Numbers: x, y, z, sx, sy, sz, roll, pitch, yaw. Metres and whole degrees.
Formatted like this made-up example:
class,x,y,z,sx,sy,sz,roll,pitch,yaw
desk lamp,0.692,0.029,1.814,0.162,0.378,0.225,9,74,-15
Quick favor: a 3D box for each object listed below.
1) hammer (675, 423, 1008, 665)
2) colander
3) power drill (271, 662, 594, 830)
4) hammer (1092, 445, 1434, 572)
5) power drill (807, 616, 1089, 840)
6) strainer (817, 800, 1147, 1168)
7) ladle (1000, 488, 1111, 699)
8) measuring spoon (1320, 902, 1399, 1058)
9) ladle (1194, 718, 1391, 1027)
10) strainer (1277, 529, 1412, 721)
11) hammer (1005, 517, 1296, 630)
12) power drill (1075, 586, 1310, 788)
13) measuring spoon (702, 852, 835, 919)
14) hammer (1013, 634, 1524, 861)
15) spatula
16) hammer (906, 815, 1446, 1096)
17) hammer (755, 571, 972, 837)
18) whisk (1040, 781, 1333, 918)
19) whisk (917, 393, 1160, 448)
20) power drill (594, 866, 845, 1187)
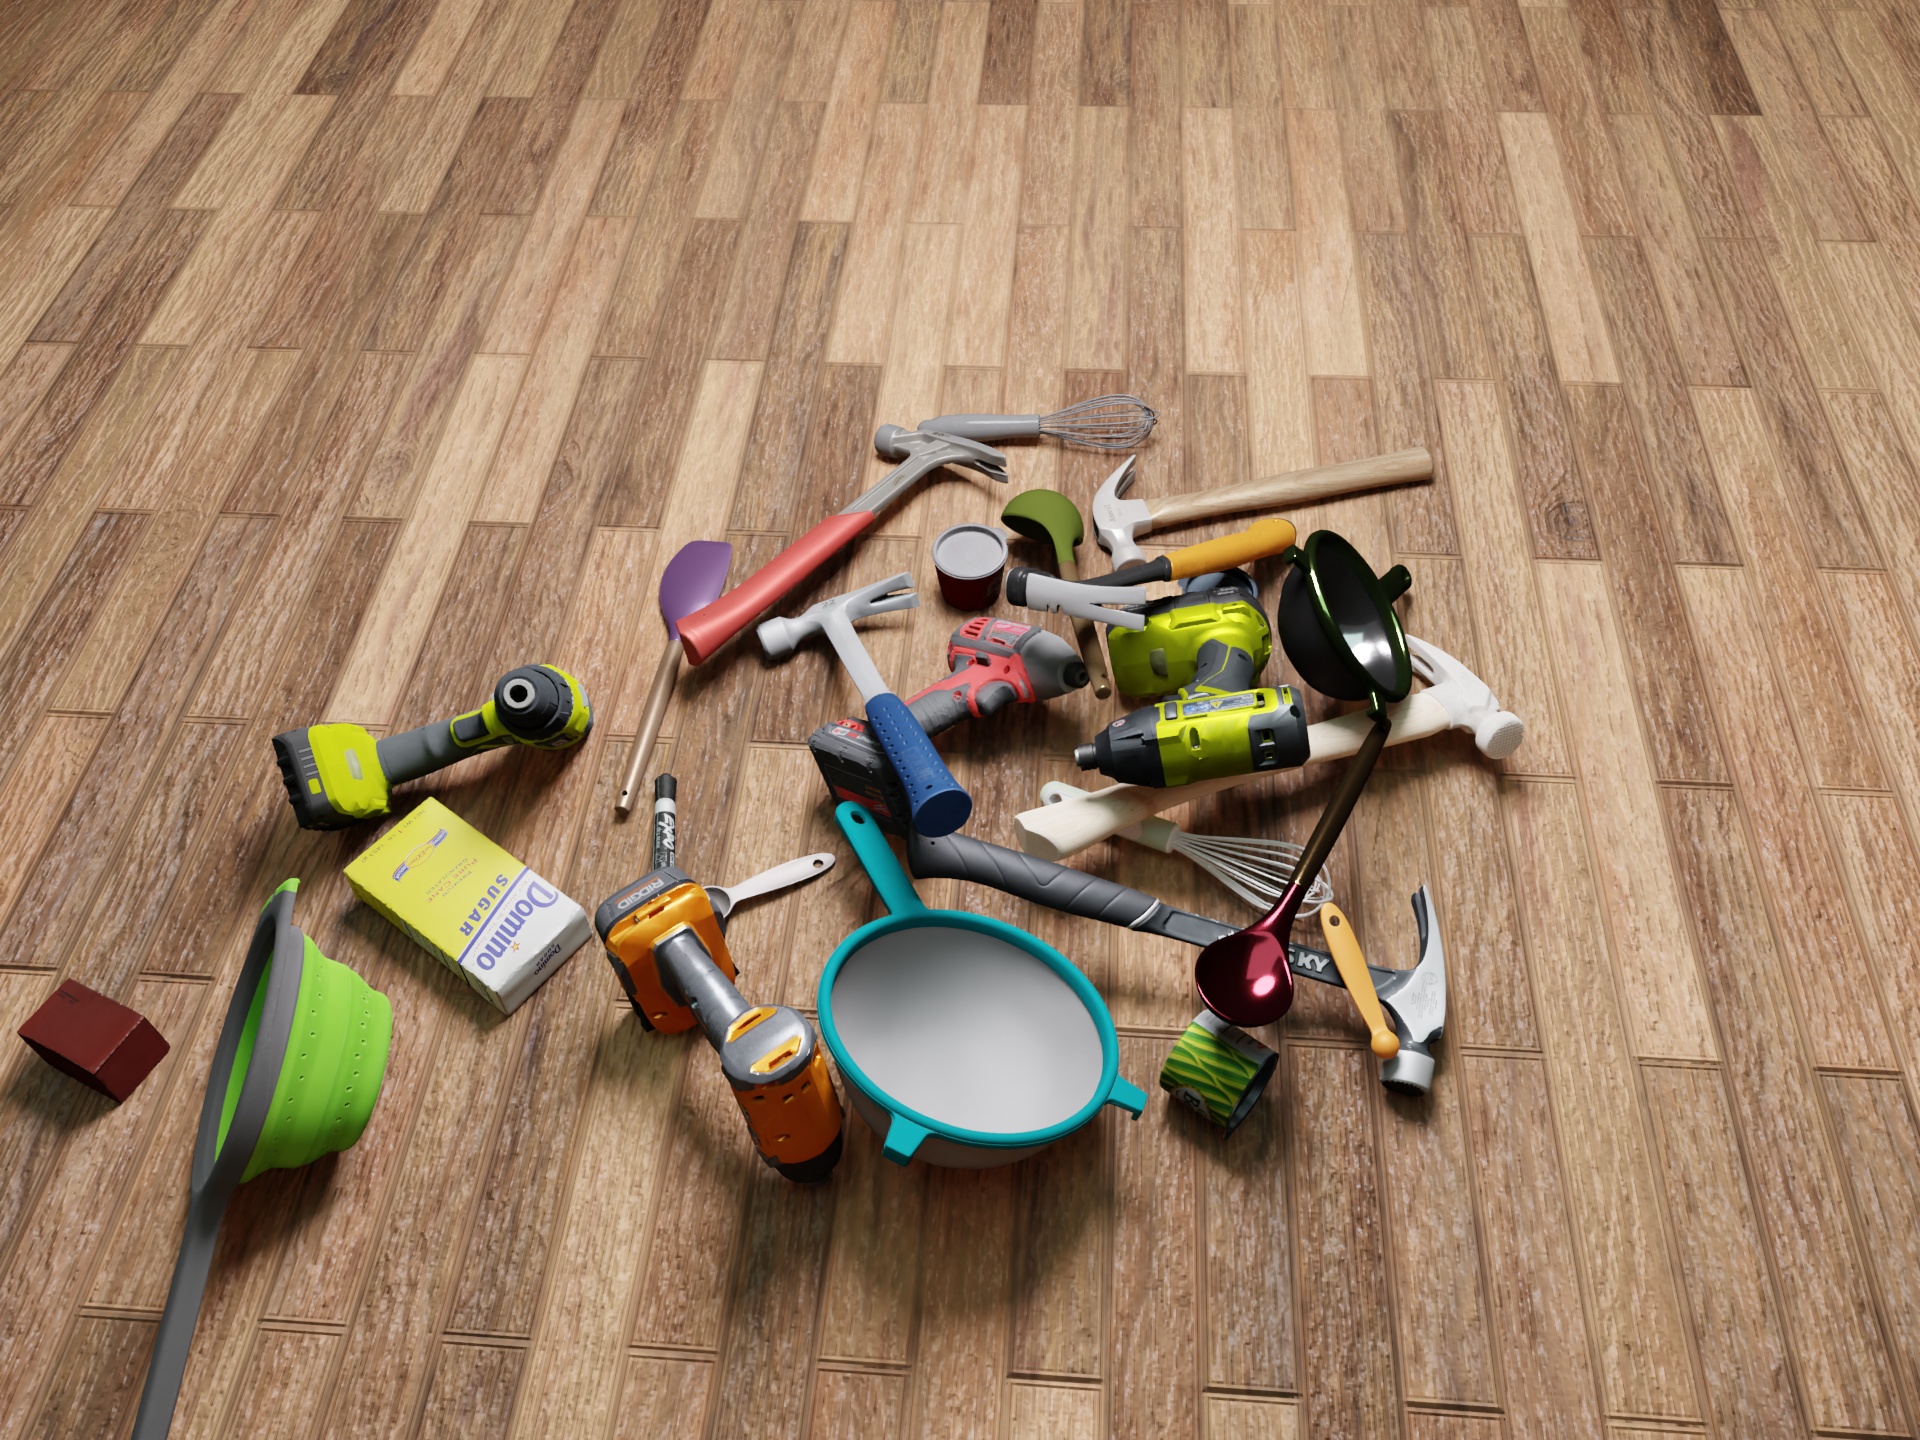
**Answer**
class,x,y,z,sx,sy,sz,roll,pitch,yaw
hammer,-0.115,-0.160,1.433,0.149,0.036,0.359,22,50,32
colander,-0.461,0.311,1.069,0.094,0.204,0.397,18,64,-28
power drill,-0.409,0.014,1.253,0.228,0.190,0.080,-19,88,-6
hammer,0.284,-0.216,1.498,0.331,0.031,0.130,-12,53,-8
power drill,-0.002,-0.004,1.290,0.220,0.078,0.143,-39,35,-27
strainer,-0.029,0.197,1.144,0.211,0.095,0.341,-3,38,-28
ladle,0.088,-0.106,1.348,0.078,0.062,0.320,20,31,-20
measuring spoon,0.281,0.182,1.122,0.021,0.011,0.117,-15,68,-10
ladle,0.251,0.103,1.149,0.069,0.031,0.315,29,54,12
strainer,0.320,-0.087,1.323,0.151,0.069,0.256,61,31,-1
hammer,0.190,-0.130,1.328,0.127,0.034,0.337,15,23,39
power drill,0.177,-0.023,1.258,0.171,0.080,0.223,-9,25,10
measuring spoon,-0.155,0.133,1.253,0.124,0.018,0.034,-20,53,-22
hammer,0.233,0.027,1.269,0.410,0.038,0.146,-16,38,-14
spatula,-0.258,-0.047,1.393,0.060,0.018,0.316,4,51,6
hammer,0.154,0.142,1.157,0.409,0.036,0.149,17,67,4
hammer,-0.059,-0.021,1.240,0.144,0.035,0.406,-23,28,-6
whisk,0.174,0.096,1.248,0.246,0.057,0.059,19,20,22
whisk,0.076,-0.291,1.559,0.239,0.055,0.055,-1,51,7
power drill,-0.159,0.220,1.106,0.084,0.164,0.227,-31,45,-21
